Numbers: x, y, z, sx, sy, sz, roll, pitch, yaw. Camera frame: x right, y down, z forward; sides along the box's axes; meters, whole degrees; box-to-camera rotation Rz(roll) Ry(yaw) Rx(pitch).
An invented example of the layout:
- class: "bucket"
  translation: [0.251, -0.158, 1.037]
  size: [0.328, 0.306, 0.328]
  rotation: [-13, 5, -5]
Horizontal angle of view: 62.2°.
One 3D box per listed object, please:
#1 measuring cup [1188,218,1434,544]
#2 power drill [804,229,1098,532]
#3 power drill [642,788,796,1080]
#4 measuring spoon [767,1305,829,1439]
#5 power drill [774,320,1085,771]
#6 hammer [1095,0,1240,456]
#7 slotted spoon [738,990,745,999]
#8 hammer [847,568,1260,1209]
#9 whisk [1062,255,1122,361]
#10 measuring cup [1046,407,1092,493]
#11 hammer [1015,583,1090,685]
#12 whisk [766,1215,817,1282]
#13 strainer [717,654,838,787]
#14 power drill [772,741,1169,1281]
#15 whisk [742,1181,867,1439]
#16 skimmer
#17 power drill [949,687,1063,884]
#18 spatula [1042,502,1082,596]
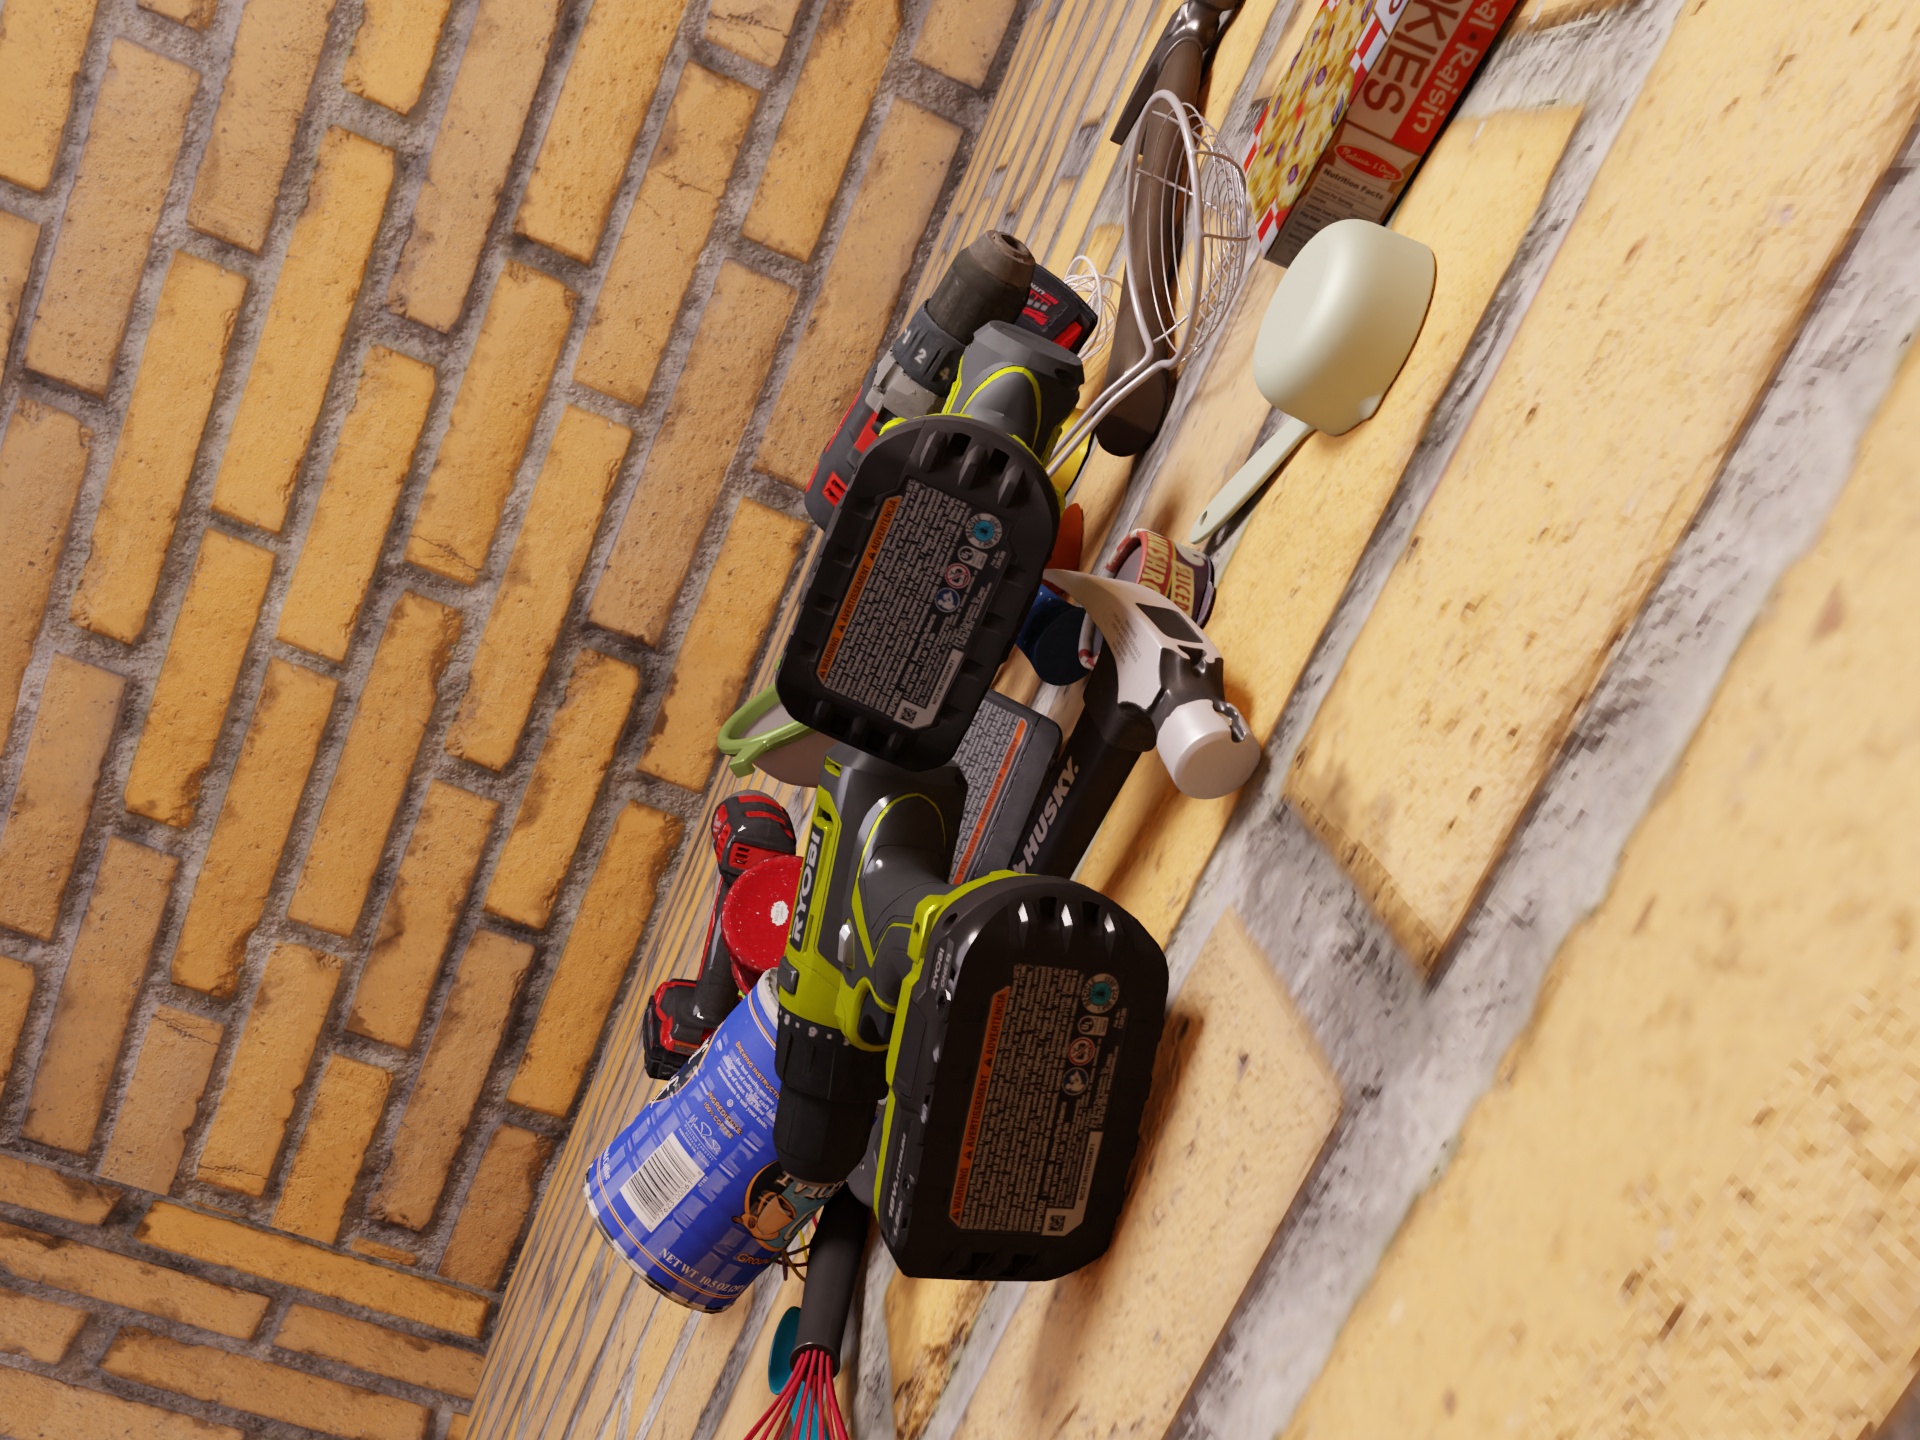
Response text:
- class: "measuring cup"
  translation: [0.121, -0.126, 0.625]
  size: [0.167, 0.038, 0.083]
  rotation: [-51, 21, 50]
- class: "power drill"
  translation: [0.006, -0.206, 0.908]
  size: [0.187, 0.080, 0.227]
  rotation: [-55, -1, 32]
- class: "power drill"
  translation: [-0.183, 0.162, 1.236]
  size: [0.143, 0.078, 0.219]
  rotation: [-134, 59, -72]
- class: "measuring spoon"
  translation: [-0.067, 0.327, 0.757]
  size: [0.042, 0.021, 0.129]
  rotation: [-68, 21, 7]
- class: "power drill"
  translation: [-0.007, -0.073, 0.686]
  size: [0.223, 0.080, 0.171]
  rotation: [-70, 5, -68]
- class: "hammer"
  translation: [0.116, -0.306, 0.981]
  size: [0.146, 0.038, 0.411]
  rotation: [123, 163, -51]
- class: "slotted spoon"
  translation: [-0.137, 0.233, 1.206]
  size: [0.314, 0.031, 0.070]
  rotation: [-165, 96, -77]
- class: "hammer"
  translation: [0.017, 0.090, 0.675]
  size: [0.334, 0.035, 0.146]
  rotation: [-66, 29, 31]
- class: "whisk"
  translation: [0.057, -0.241, 1.115]
  size: [0.246, 0.057, 0.059]
  rotation: [128, 130, -66]
- class: "measuring cup"
  translation: [0.043, -0.128, 1.013]
  size: [0.062, 0.029, 0.156]
  rotation: [-145, 76, -78]
- class: "hammer"
  translation: [0.000, -0.095, 0.967]
  size: [0.144, 0.035, 0.406]
  rotation: [-45, 23, 3]
- class: "whisk"
  translation: [-0.105, 0.276, 0.957]
  size: [0.051, 0.047, 0.245]
  rotation: [-57, 7, 0]
- class: "strainer"
  translation: [-0.086, -0.005, 1.053]
  size: [0.151, 0.069, 0.256]
  rotation: [-31, 14, -8]
- class: "power drill"
  translation: [-0.017, 0.118, 0.608]
  size: [0.229, 0.080, 0.190]
  rotation: [-156, 77, -68]
- class: "whisk"
  translation: [-0.068, 0.298, 0.703]
  size: [0.296, 0.073, 0.073]
  rotation: [-82, 16, -70]
- class: "skimmer"
  translation: [0.020, -0.143, 0.817]
  size: [0.363, 0.090, 0.127]
  rotation: [-49, 29, 19]
- class: "power drill"
  translation: [-0.017, 0.051, 0.856]
  size: [0.185, 0.084, 0.226]
  rotation: [-66, 4, -26]
- class: "spatula"
  translation: [-0.002, -0.003, 1.021]
  size: [0.081, 0.041, 0.322]
  rotation: [-83, 14, -48]
